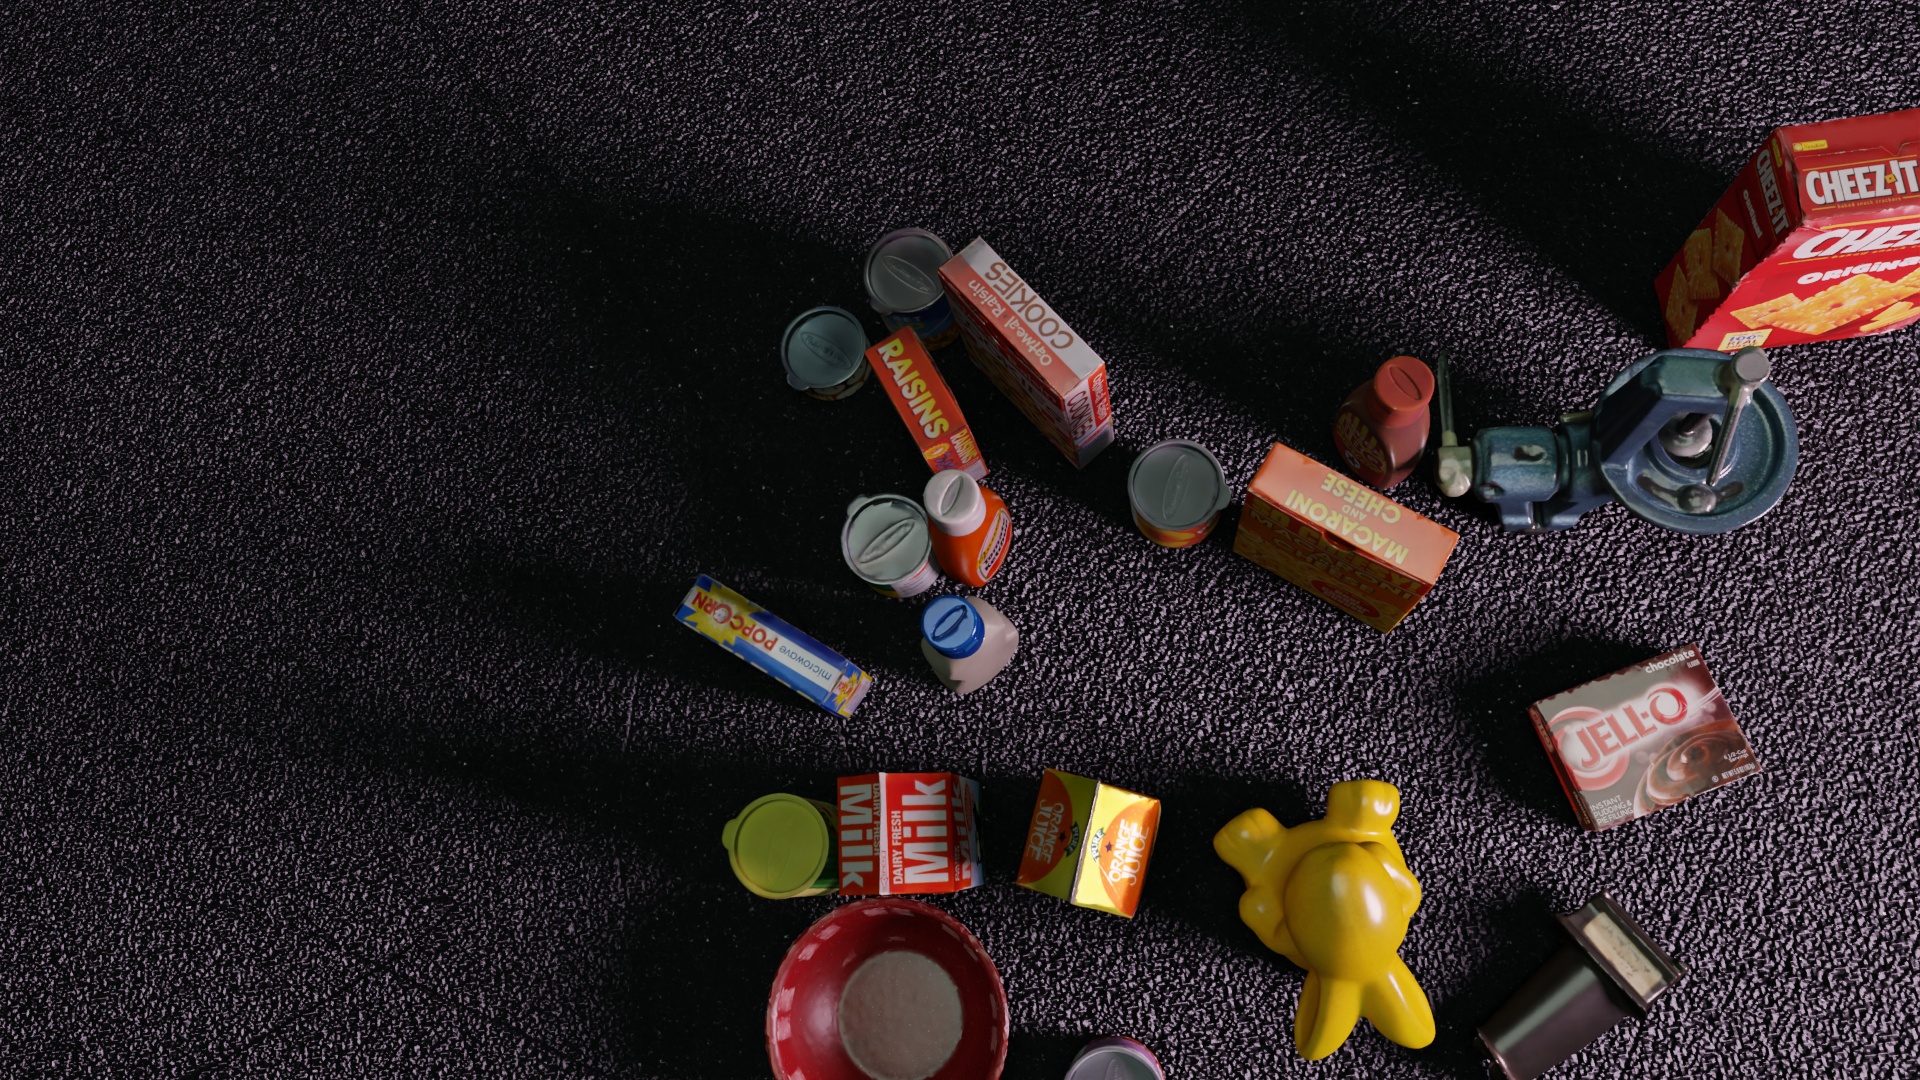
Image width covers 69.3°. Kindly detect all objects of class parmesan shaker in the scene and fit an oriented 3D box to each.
[{"bbox_3d":[-0.112,0.206,0.937,0.071,0.103,0.071,-2,77,8],"label":"parmesan shaker"}]

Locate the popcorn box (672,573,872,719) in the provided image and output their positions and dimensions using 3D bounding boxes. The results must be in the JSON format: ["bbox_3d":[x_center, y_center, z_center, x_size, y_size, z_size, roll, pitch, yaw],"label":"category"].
[{"bbox_3d":[-0.130,0.076,0.981,0.127,0.085,0.038,29,83,14],"label":"popcorn box"}]

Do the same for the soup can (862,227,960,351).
[{"bbox_3d":[-0.034,-0.182,1.031,0.071,0.083,0.071,-2,77,8],"label":"soup can"}]

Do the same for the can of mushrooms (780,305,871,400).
[{"bbox_3d":[-0.103,-0.140,1.056,0.071,0.033,0.071,-2,76,8],"label":"can of mushrooms"}]

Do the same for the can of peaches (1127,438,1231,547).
[{"bbox_3d":[0.154,-0.031,0.980,0.071,0.058,0.071,-2,76,8],"label":"can of peaches"}]

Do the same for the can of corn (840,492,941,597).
[{"bbox_3d":[-0.049,0.003,1.001,0.071,0.058,0.071,-2,76,8],"label":"can of corn"}]

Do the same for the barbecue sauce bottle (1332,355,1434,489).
[{"bbox_3d":[0.285,-0.081,0.927,0.044,0.148,0.065,-36,75,-1],"label":"barbecue sauce bottle"}]

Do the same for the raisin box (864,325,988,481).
[{"bbox_3d":[-0.022,-0.089,0.986,0.040,0.123,0.086,-29,74,1],"label":"raisin box"}]

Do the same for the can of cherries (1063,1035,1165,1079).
[{"bbox_3d":[0.102,0.357,0.893,0.071,0.058,0.071,-2,76,8],"label":"can of cherries"}]

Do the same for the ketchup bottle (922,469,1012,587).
[{"bbox_3d":[0.003,-0.012,0.950,0.043,0.148,0.065,21,81,13],"label":"ketchup bottle"}]

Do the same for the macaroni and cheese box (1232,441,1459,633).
[{"bbox_3d":[0.244,0.003,0.903,0.124,0.166,0.040,29,83,14],"label":"macaroni and cheese box"}]

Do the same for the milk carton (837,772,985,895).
[{"bbox_3d":[-0.032,0.187,0.885,0.073,0.190,0.072,-4,76,7],"label":"milk carton"}]

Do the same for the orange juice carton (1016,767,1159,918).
[{"bbox_3d":[0.083,0.189,0.867,0.073,0.192,0.072,14,79,11],"label":"orange juice carton"}]

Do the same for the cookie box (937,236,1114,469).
[{"bbox_3d":[0.048,-0.124,0.961,0.040,0.167,0.123,-42,75,-3],"label":"cookie box"}]

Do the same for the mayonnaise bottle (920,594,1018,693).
[{"bbox_3d":[0.003,0.066,0.931,0.065,0.148,0.041,-44,75,-3],"label":"mayonnaise bottle"}]
